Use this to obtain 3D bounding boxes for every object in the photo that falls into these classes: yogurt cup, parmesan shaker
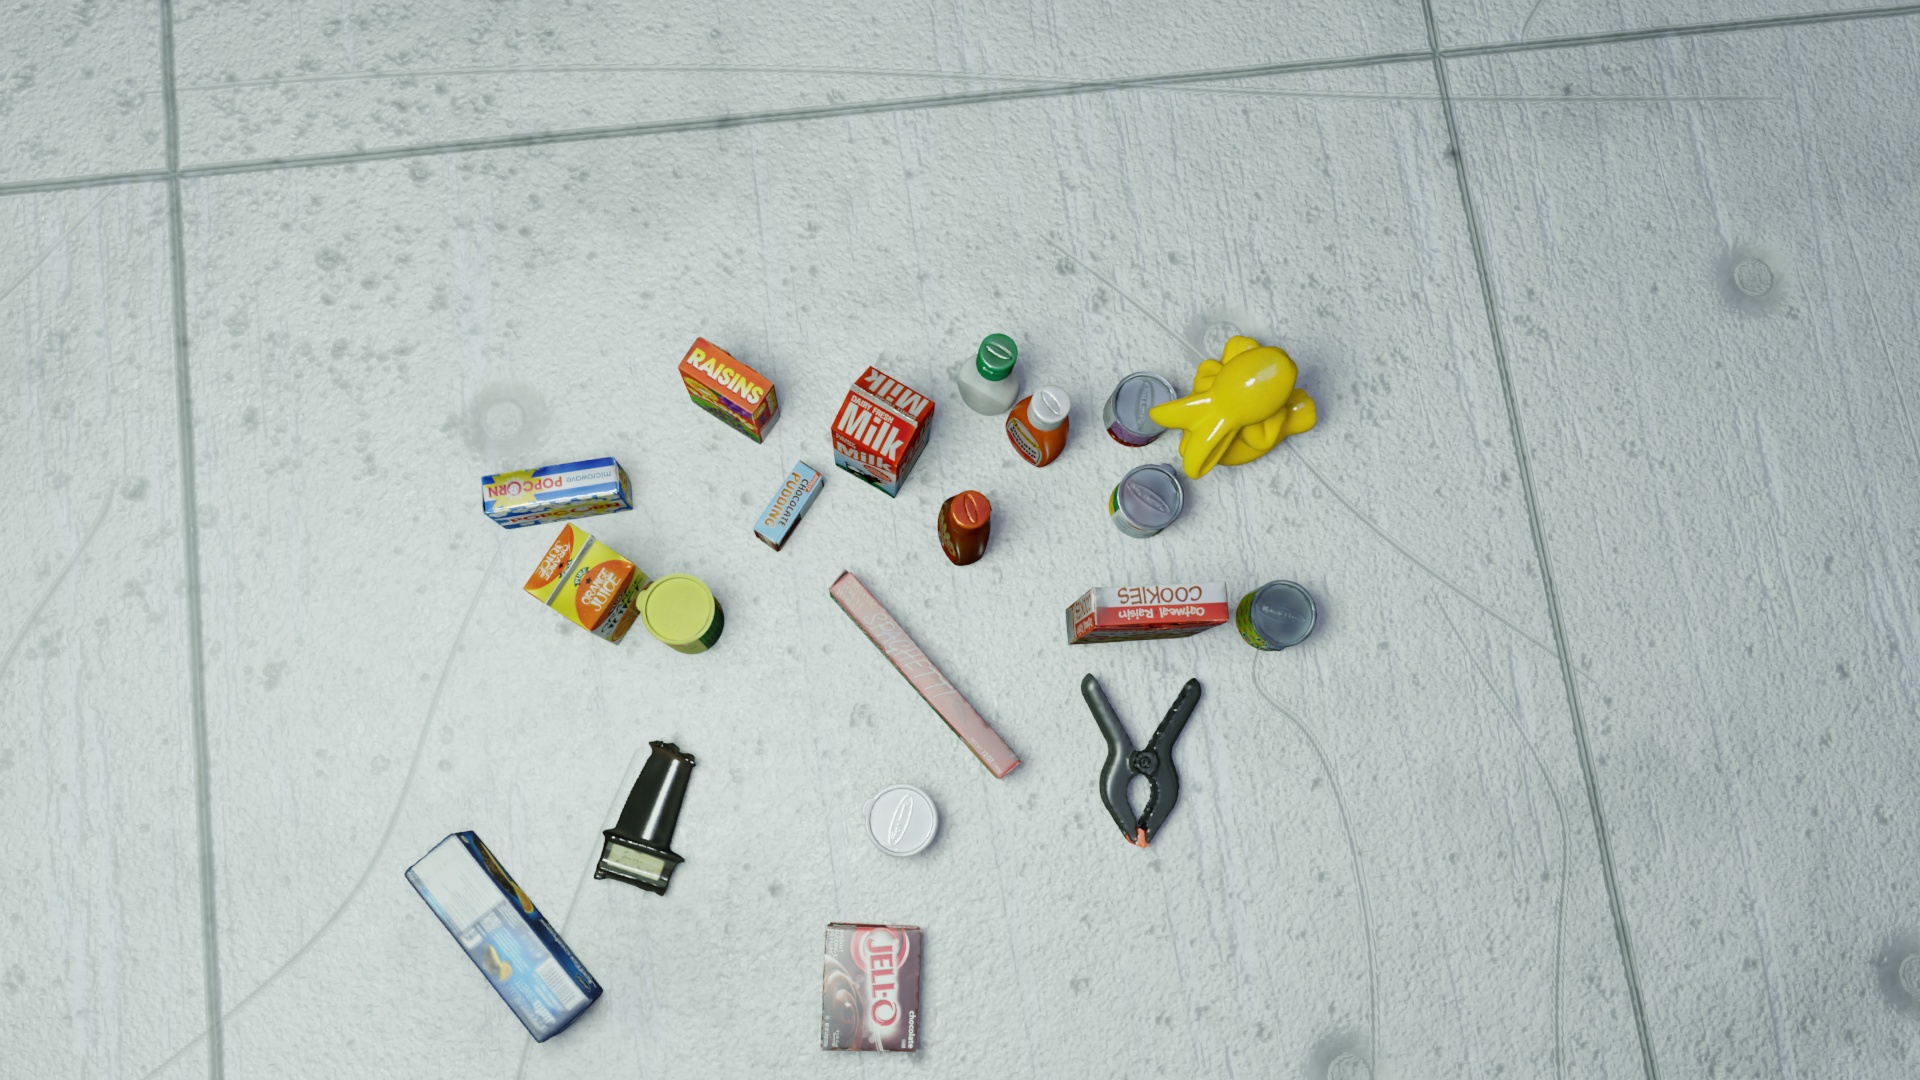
[{"bbox_3d":[-0.057,0.265,1.317,0.072,0.054,0.072,1,80,-4],"label":"yogurt cup"},{"bbox_3d":[-0.263,0.069,1.311,0.071,0.103,0.071,1,80,-4],"label":"parmesan shaker"}]

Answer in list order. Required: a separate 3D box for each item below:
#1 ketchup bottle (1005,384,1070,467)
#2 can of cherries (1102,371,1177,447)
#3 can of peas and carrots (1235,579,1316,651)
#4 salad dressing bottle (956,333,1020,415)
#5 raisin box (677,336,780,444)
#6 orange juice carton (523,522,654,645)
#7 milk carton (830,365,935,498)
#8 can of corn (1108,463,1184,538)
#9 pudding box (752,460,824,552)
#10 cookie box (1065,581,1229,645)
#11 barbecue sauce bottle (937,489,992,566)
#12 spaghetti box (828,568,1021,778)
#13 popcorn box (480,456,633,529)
[{"bbox_3d":[0.079,-0.115,1.347,0.043,0.148,0.065,-38,85,-9],"label":"ketchup bottle"},{"bbox_3d":[0.183,-0.130,1.403,0.071,0.058,0.071,1,80,-4],"label":"can of cherries"},{"bbox_3d":[0.311,0.077,1.376,0.071,0.058,0.071,1,80,-4],"label":"can of peas and carrots"},{"bbox_3d":[0.030,-0.162,1.352,0.064,0.147,0.044,30,80,1],"label":"salad dressing bottle"},{"bbox_3d":[-0.221,-0.143,1.342,0.086,0.123,0.040,33,80,2],"label":"raisin box"},{"bbox_3d":[-0.338,0.040,1.265,0.073,0.192,0.072,32,80,2],"label":"orange juice carton"},{"bbox_3d":[-0.073,-0.105,1.312,0.072,0.190,0.073,30,80,1],"label":"milk carton"},{"bbox_3d":[0.186,-0.040,1.387,0.071,0.058,0.071,1,80,-4],"label":"can of corn"},{"bbox_3d":[-0.168,-0.033,1.363,0.030,0.049,0.084,32,79,2],"label":"pudding box"},{"bbox_3d":[0.172,0.071,1.311,0.123,0.167,0.040,-3,81,-5],"label":"cookie box"},{"bbox_3d":[0.005,-0.017,1.323,0.044,0.148,0.065,-16,82,-7],"label":"barbecue sauce bottle"},{"bbox_3d":[-0.037,0.130,1.344,0.029,0.050,0.250,-42,85,-10],"label":"spaghetti box"},{"bbox_3d":[-0.384,-0.045,1.331,0.127,0.085,0.038,-9,81,-6],"label":"popcorn box"}]
